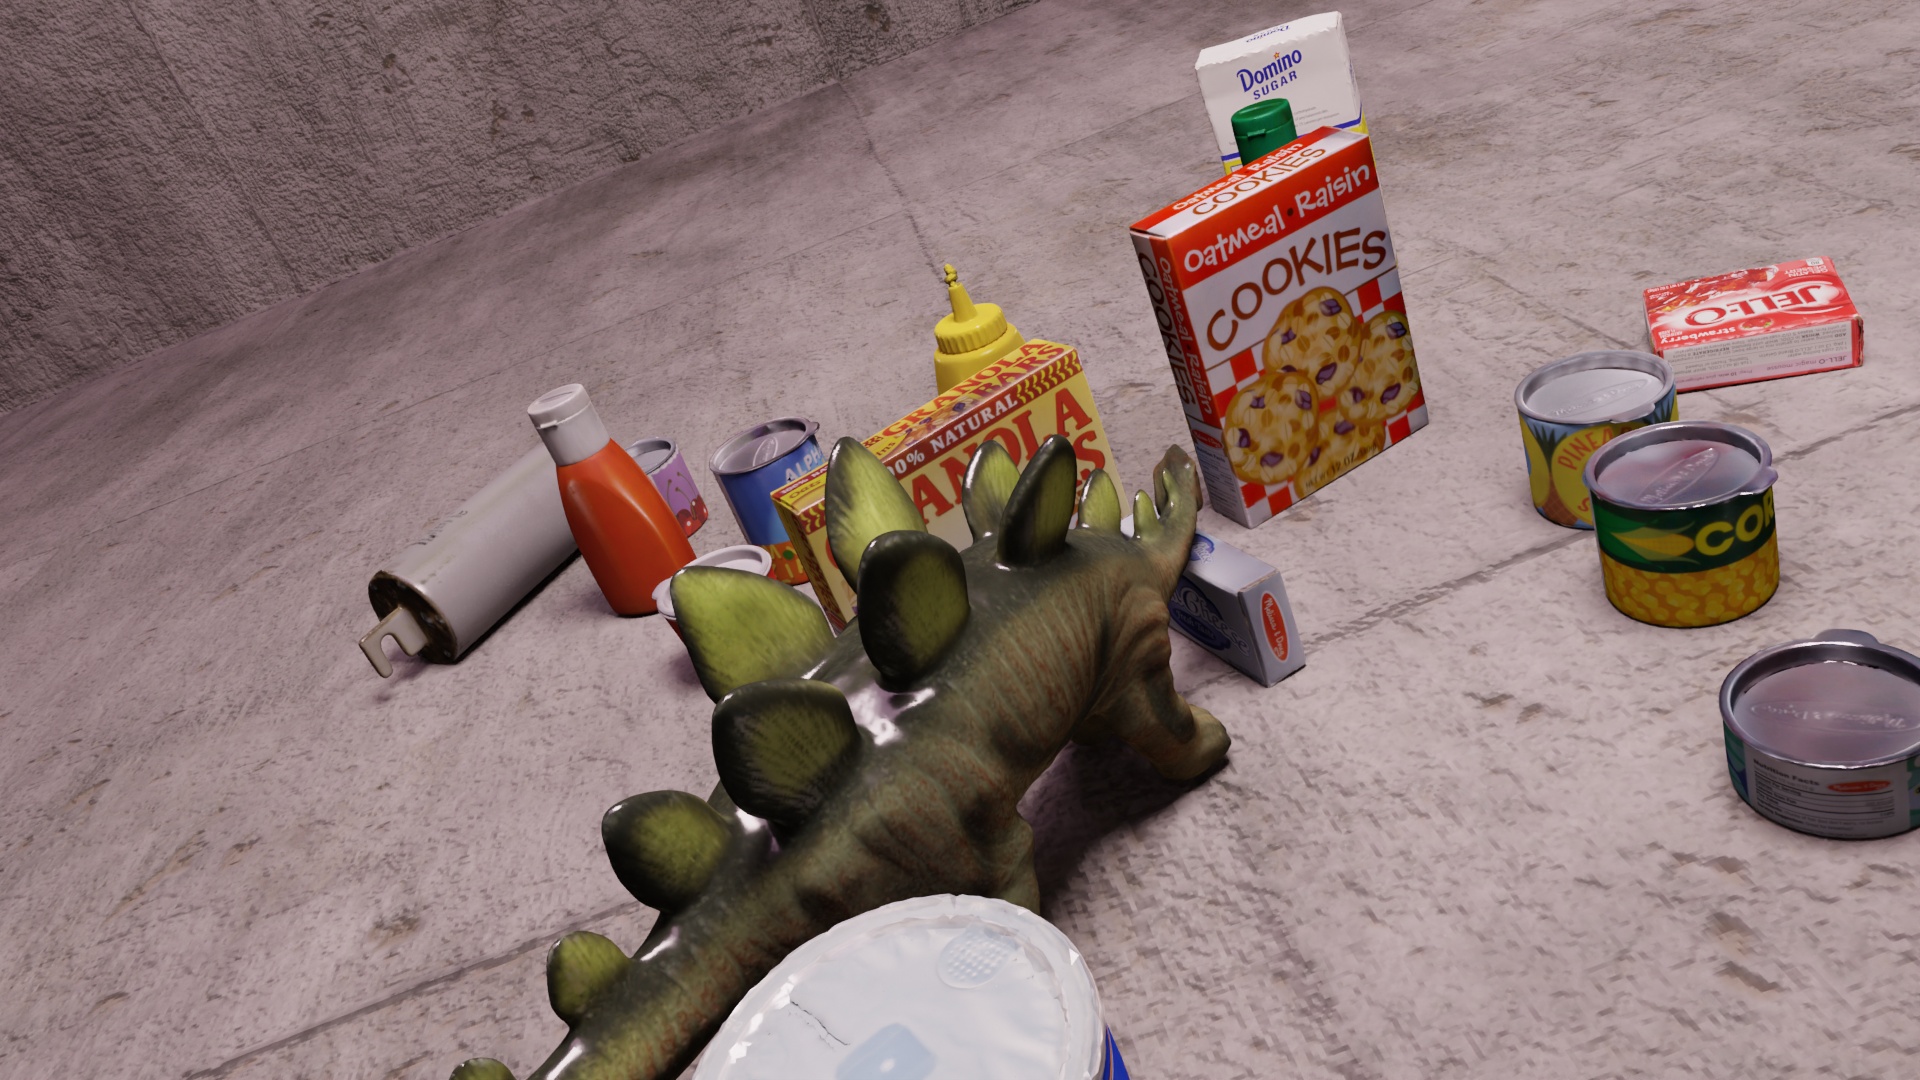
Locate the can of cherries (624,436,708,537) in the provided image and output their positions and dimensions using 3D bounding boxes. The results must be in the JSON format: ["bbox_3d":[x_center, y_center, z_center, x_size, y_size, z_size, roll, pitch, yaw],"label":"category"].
[{"bbox_3d":[-0.217,-0.032,0.975,0.071,0.058,0.072,-17,27,9],"label":"can of cherries"}]

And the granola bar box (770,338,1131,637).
[{"bbox_3d":[0.003,-0.009,0.701,0.166,0.123,0.039,-32,29,-19],"label":"granola bar box"}]

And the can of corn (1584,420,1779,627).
[{"bbox_3d":[0.292,-0.006,0.558,0.071,0.058,0.071,-17,27,9],"label":"can of corn"}]

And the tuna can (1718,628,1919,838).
[{"bbox_3d":[0.291,0.063,0.461,0.071,0.032,0.071,-17,28,9],"label":"tuna can"}]

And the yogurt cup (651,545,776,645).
[{"bbox_3d":[-0.129,0.043,0.780,0.072,0.053,0.073,-17,27,9],"label":"yogurt cup"}]

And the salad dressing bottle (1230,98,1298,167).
[{"bbox_3d":[0.207,-0.202,0.876,0.064,0.147,0.044,-5,32,30],"label":"salad dressing bottle"}]

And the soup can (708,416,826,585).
[{"bbox_3d":[-0.104,-0.025,0.852,0.071,0.083,0.072,-17,27,9],"label":"soup can"}]

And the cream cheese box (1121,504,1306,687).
[{"bbox_3d":[0.113,0.023,0.640,0.024,0.053,0.104,-30,28,-14],"label":"cream cheese box"}]

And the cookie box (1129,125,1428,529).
[{"bbox_3d":[0.167,-0.109,0.715,0.123,0.166,0.040,-29,28,-14],"label":"cookie box"}]

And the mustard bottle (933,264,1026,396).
[{"bbox_3d":[0.019,-0.079,0.778,0.065,0.159,0.049,-36,30,-24],"label":"mustard bottle"}]

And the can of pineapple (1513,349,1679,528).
[{"bbox_3d":[0.290,-0.045,0.630,0.071,0.057,0.071,-17,27,9],"label":"can of pineapple"}]

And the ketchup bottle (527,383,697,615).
[{"bbox_3d":[-0.218,-0.024,0.863,0.064,0.148,0.044,-12,29,19],"label":"ketchup bottle"}]
